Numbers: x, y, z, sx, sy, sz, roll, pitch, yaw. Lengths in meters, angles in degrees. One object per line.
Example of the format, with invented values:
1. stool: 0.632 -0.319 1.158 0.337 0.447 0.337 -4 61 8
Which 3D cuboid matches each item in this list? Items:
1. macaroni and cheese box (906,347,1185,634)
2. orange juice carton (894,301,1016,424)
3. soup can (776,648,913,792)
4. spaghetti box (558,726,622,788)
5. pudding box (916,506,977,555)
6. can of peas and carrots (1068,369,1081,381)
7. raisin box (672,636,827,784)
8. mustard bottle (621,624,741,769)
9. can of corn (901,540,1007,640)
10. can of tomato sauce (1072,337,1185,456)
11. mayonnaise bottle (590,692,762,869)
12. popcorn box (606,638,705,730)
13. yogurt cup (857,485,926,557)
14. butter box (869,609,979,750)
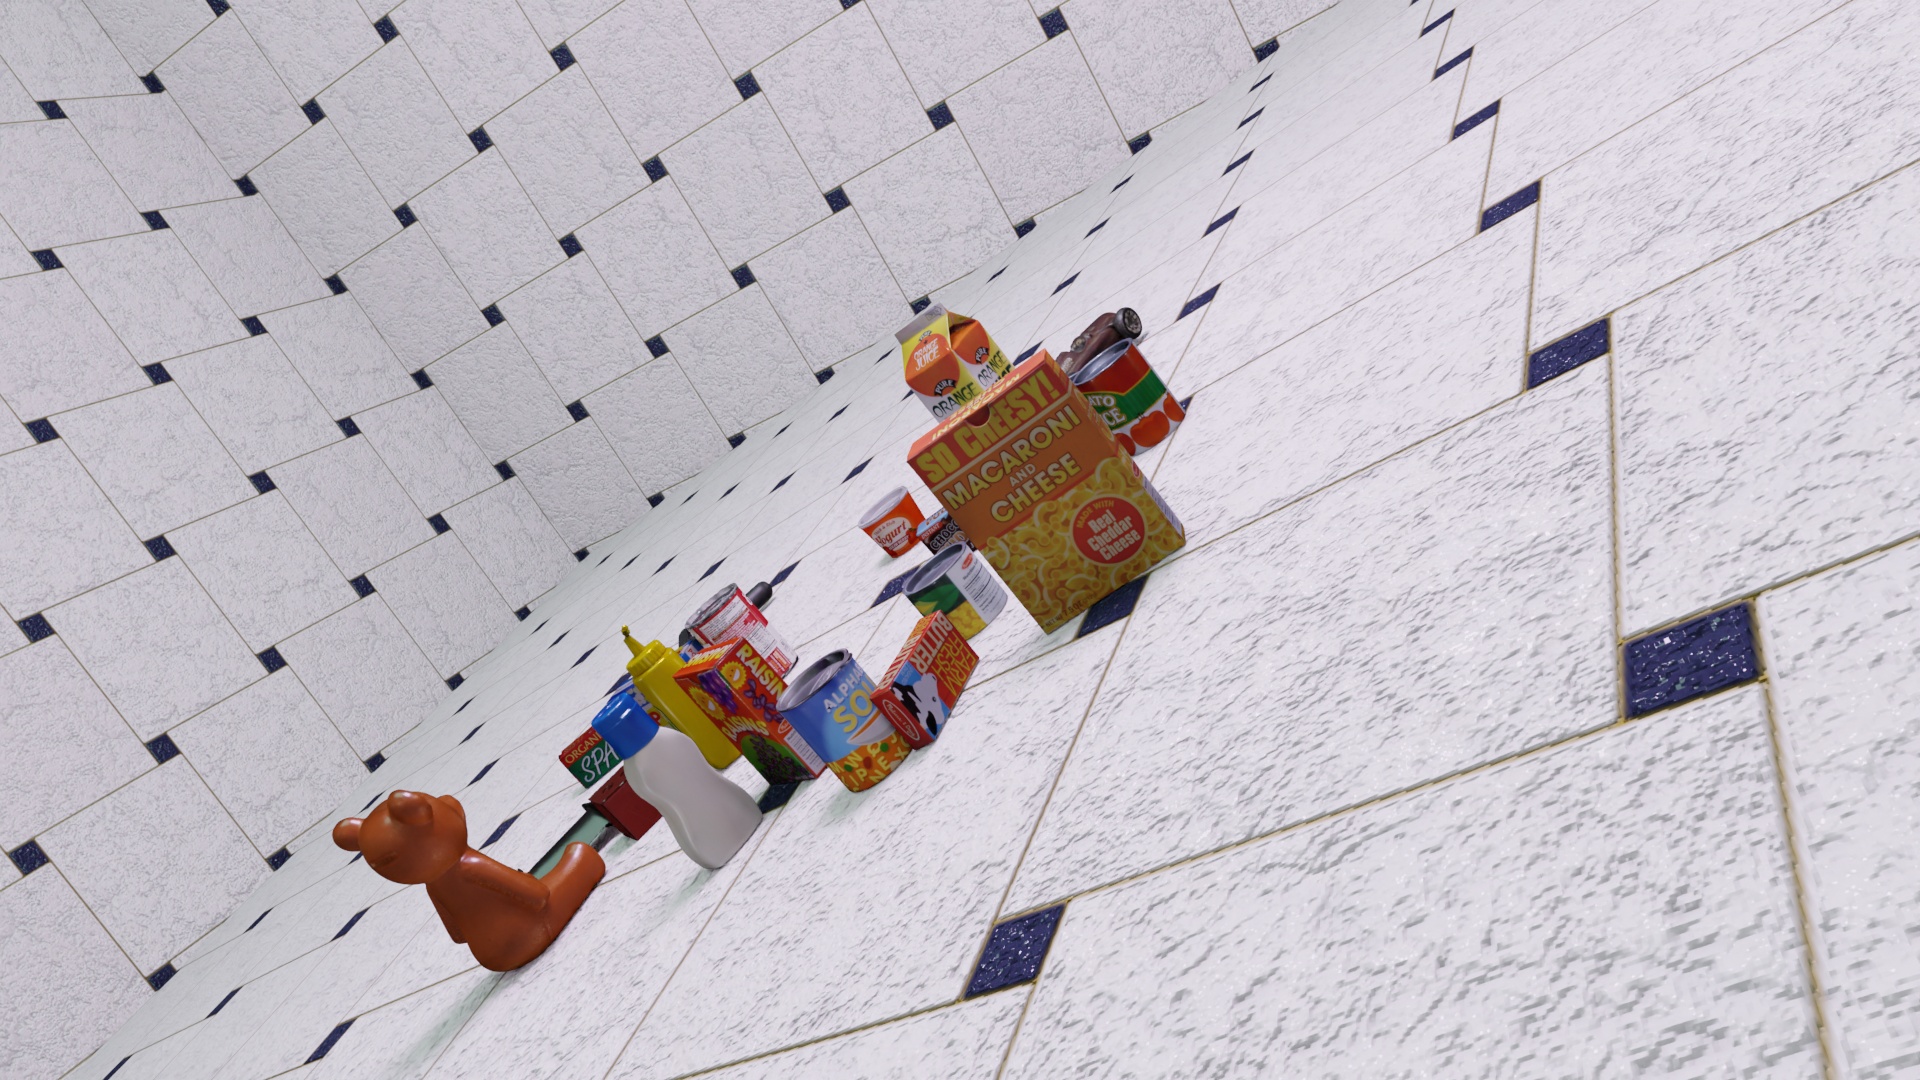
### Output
1. macaroni and cheese box: 0.061 -0.033 0.984 0.123 0.166 0.040 -35 14 17
2. orange juice carton: 0.014 -0.154 1.433 0.071 0.192 0.073 -29 17 38
3. soup can: -0.080 0.129 1.006 0.071 0.083 0.071 -37 14 11
4. spaghetti box: -0.349 0.185 1.593 0.250 0.050 0.029 -40 14 -4
5. pudding box: 0.005 -0.017 1.321 0.083 0.049 0.030 -36 14 12
6. can of peas and carrots: 0.118 -0.125 1.356 0.071 0.058 0.071 -37 14 11
7. raisin box: -0.164 0.138 1.111 0.040 0.123 0.086 -48 16 -31
8. mustard bottle: -0.261 0.140 1.280 0.049 0.160 0.065 -43 14 -13
9. can of corn: -0.006 0.044 1.138 0.071 0.058 0.071 -37 14 11
10. can of tomato sauce: 0.147 -0.125 1.227 0.071 0.083 0.071 -37 14 11
11. mayonnaise bottle: -0.221 0.182 1.069 0.041 0.148 0.065 -21 22 52
12. popcorn box: -0.295 0.166 1.443 0.126 0.085 0.038 -31 16 32
13. yogurt cup: -0.070 -0.018 1.509 0.072 0.054 0.072 -37 14 11
14. butter box: -0.025 0.101 1.019 0.024 0.053 0.104 -30 17 34
